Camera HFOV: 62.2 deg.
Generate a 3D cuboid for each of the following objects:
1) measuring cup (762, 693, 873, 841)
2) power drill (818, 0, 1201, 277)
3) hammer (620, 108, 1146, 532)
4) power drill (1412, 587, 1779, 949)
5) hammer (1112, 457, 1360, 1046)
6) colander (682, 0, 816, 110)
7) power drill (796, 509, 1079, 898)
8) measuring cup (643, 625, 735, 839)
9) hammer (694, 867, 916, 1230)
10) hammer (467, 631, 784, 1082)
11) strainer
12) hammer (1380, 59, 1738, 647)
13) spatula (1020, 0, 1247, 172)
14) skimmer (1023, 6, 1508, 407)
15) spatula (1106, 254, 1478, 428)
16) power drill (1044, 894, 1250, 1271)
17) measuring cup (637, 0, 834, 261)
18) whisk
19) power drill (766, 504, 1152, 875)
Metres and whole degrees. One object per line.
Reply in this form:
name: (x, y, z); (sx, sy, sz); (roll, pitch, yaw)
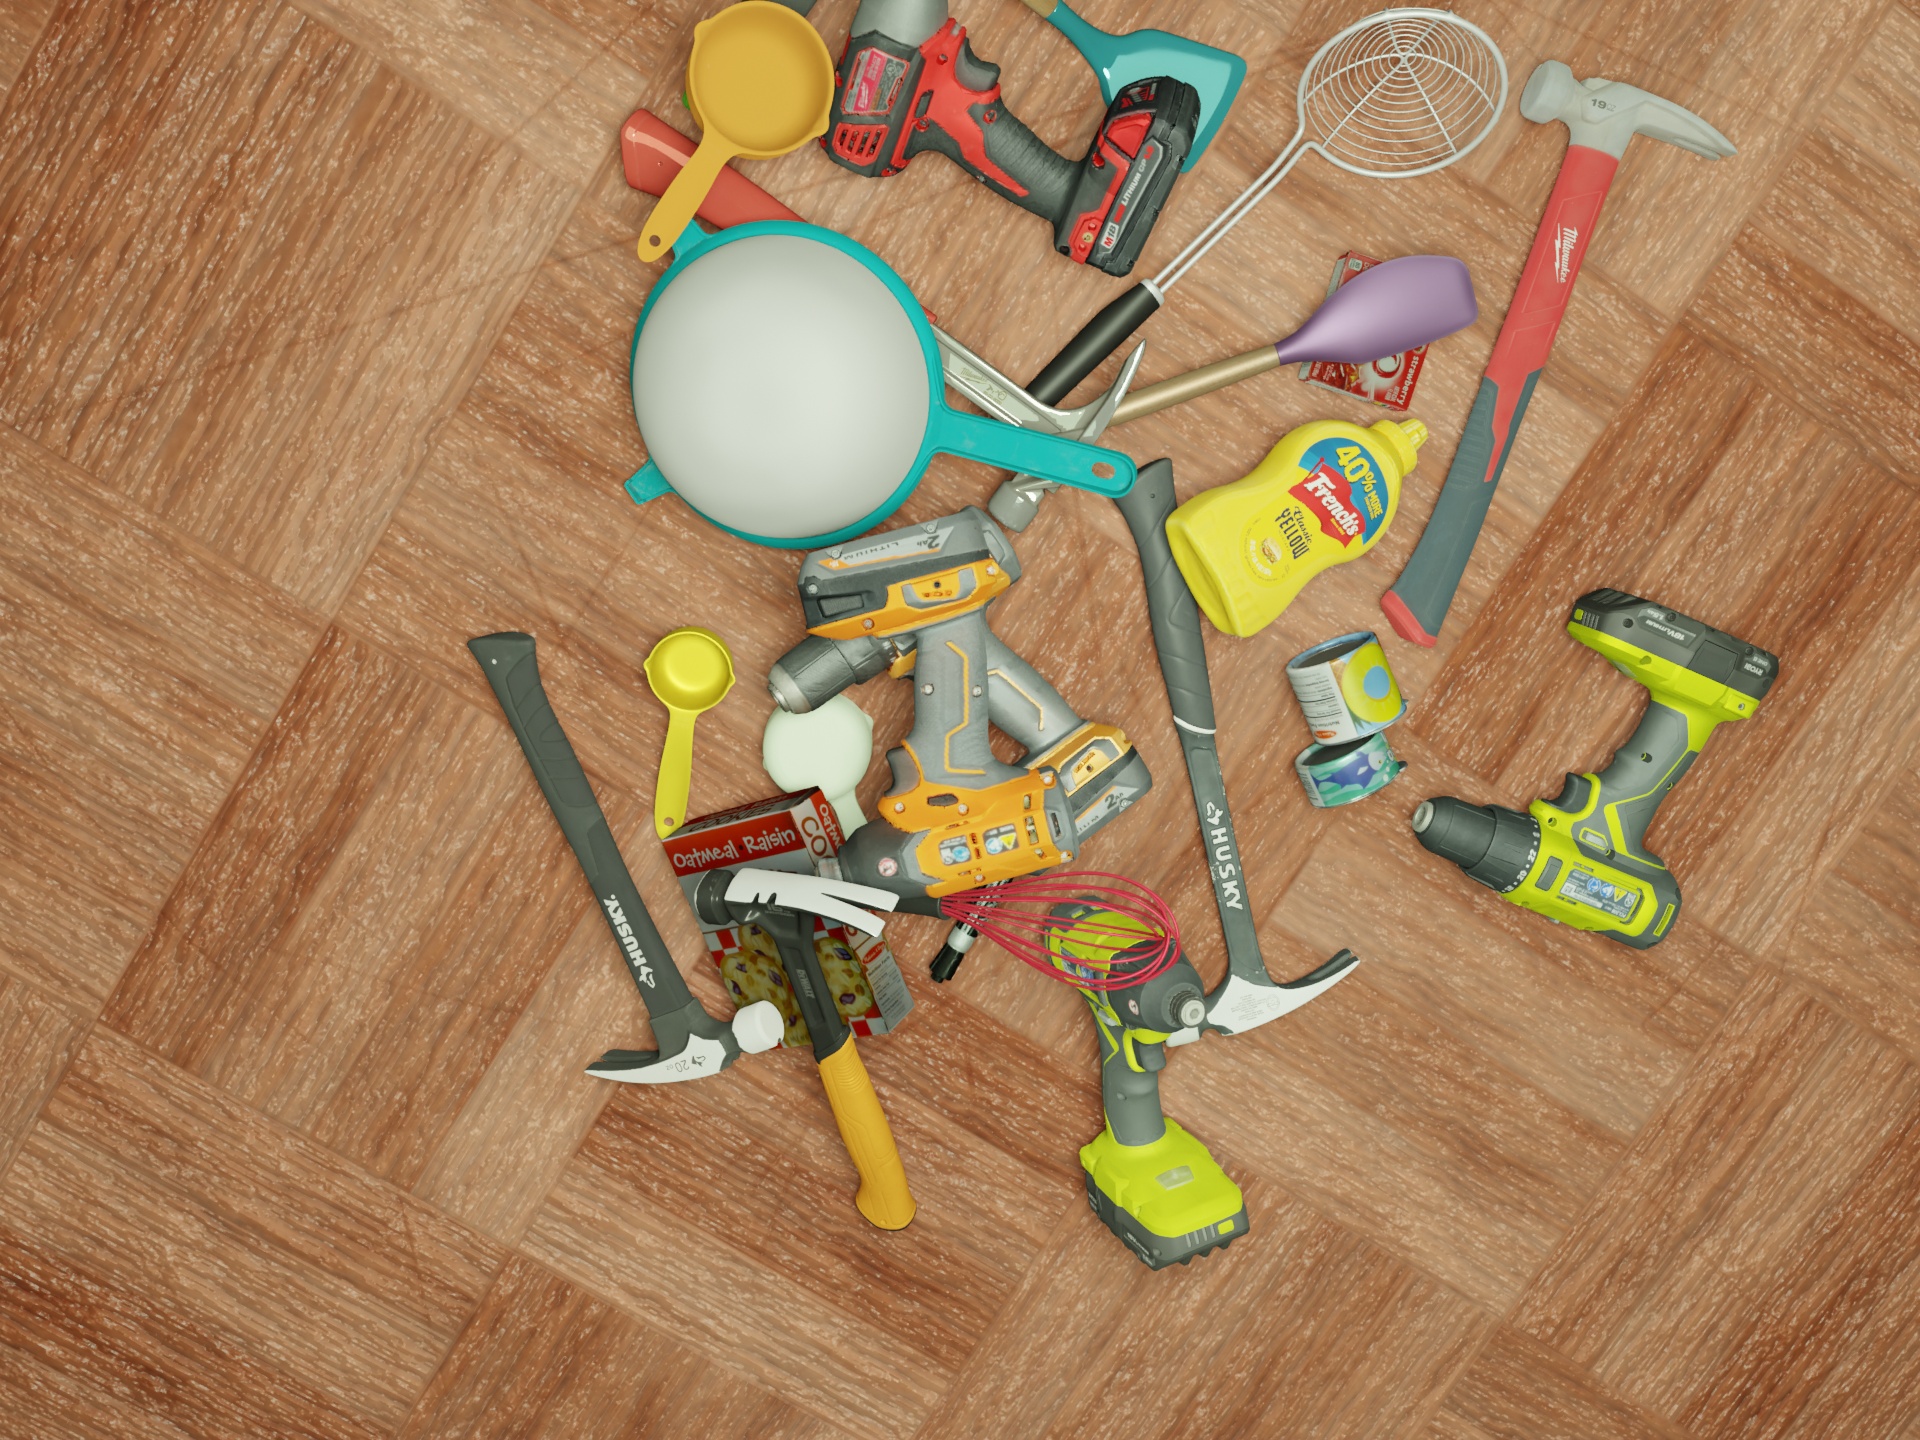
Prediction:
measuring cup: (-0.081, 0.060, 1.097); (0.083, 0.038, 0.167); (-23, 98, 1)
power drill: (0.031, -0.380, 0.989); (0.219, 0.079, 0.143); (22, 132, -5)
hammer: (-0.060, -0.283, 1.026); (0.359, 0.037, 0.149); (36, 106, -3)
power drill: (0.439, 0.029, 1.104); (0.190, 0.080, 0.228); (22, 100, -7)
hammer: (0.173, 0.021, 1.108); (0.149, 0.036, 0.409); (-13, 100, -2)
colander: (-0.050, -0.545, 0.979); (0.204, 0.095, 0.397); (29, 116, -30)
power drill: (-0.031, -0.001, 0.981); (0.164, 0.084, 0.226); (-15, 95, -2)
measuring cup: (-0.192, 0.009, 1.096); (0.062, 0.029, 0.156); (10, 111, -5)
hammer: (-0.072, 0.230, 1.052); (0.127, 0.034, 0.336); (4, 130, 22)
hammer: (-0.251, 0.093, 1.083); (0.146, 0.035, 0.335); (-23, 95, 23)
strainer: (-0.060, -0.184, 0.986); (0.340, 0.095, 0.211); (16, 112, 7)
hammer: (0.388, -0.231, 1.077); (0.143, 0.038, 0.386); (17, 98, -7)
spatula: (0.043, -0.458, 0.983); (0.317, 0.044, 0.082); (24, 101, -33)
skimmer: (0.183, -0.309, 1.026); (0.363, 0.090, 0.127); (-43, 134, 7)
spatula: (0.183, -0.235, 1.050); (0.316, 0.018, 0.059); (-19, 104, 6)
power drill: (0.127, 0.245, 1.076); (0.080, 0.171, 0.223); (-16, 105, -18)
measuring cup: (-0.149, -0.355, 0.978); (0.095, 0.052, 0.173); (34, 94, -20)
whisk: (0.008, 0.123, 1.039); (0.296, 0.073, 0.073); (6, 101, 32)
power drill: (-0.002, -0.003, 1.059); (0.185, 0.084, 0.226); (-36, 97, -10)
